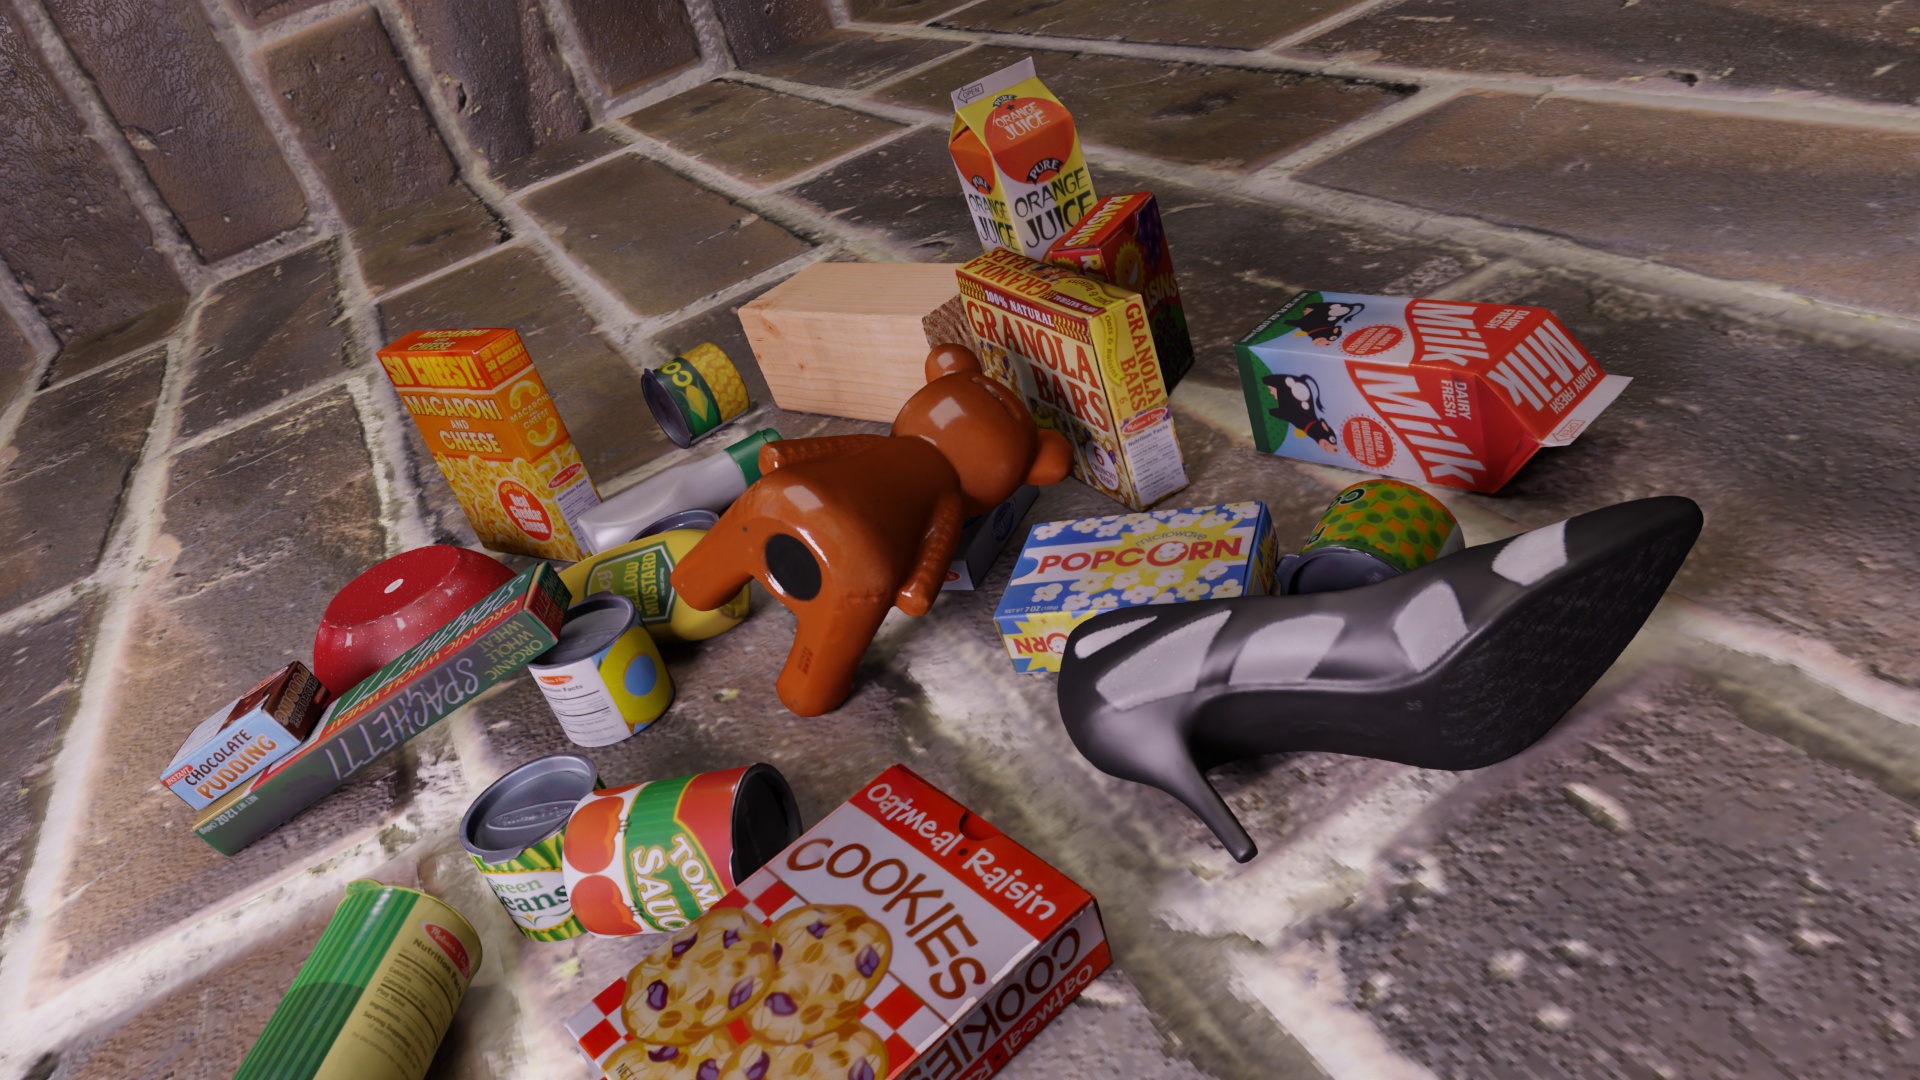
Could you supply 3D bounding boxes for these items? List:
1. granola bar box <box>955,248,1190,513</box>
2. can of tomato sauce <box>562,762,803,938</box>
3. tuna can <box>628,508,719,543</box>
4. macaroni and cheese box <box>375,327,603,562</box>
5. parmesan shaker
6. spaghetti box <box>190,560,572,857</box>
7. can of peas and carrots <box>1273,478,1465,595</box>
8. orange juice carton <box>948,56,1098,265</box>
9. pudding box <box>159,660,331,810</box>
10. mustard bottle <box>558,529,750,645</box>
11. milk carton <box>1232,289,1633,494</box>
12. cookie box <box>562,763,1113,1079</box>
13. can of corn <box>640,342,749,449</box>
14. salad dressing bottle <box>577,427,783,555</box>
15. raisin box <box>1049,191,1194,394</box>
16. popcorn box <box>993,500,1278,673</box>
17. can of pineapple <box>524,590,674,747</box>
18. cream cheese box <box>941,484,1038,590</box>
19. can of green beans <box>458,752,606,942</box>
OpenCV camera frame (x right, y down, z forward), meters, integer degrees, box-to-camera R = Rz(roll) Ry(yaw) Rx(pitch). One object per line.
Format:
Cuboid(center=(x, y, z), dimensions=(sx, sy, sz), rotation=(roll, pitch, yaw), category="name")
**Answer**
Cuboid(center=(0.063, -0.100, 0.834), dimensions=(0.039, 0.123, 0.166), rotation=(-28, 29, -16), category="granola bar box")
Cuboid(center=(-0.120, 0.136, 0.602), dimensions=(0.083, 0.071, 0.071), rotation=(-11, 30, 17), category="can of tomato sauce")
Cuboid(center=(-0.177, 0.011, 0.887), dimensions=(0.071, 0.032, 0.071), rotation=(-15, 29, 9), category="tuna can")
Cuboid(center=(-0.324, -0.068, 0.974), dimensions=(0.123, 0.165, 0.040), rotation=(5, 37, 38), category="macaroni and cheese box")
Cuboid(center=(-0.249, 0.200, 0.567), dimensions=(0.071, 0.071, 0.103), rotation=(-12, 30, 14), category="parmesan shaker")
Cuboid(center=(-0.319, 0.094, 0.766), dimensions=(0.249, 0.028, 0.050), rotation=(-32, 27, 13), category="spaghetti box")
Cuboid(center=(0.183, 0.013, 0.622), dimensions=(0.071, 0.070, 0.059), rotation=(4, 36, 37), category="can of peas and carrots")
Cuboid(center=(0.053, -0.253, 1.032), dimensions=(0.072, 0.192, 0.073), rotation=(-30, 29, -15), category="orange juice carton")
Cuboid(center=(-0.399, 0.109, 0.776), dimensions=(0.083, 0.030, 0.050), rotation=(-32, 25, 13), category="pudding box")
Cuboid(center=(-0.204, 0.036, 0.830), dimensions=(0.160, 0.065, 0.049), rotation=(-13, -14, 21), category="mustard bottle")
Cuboid(center=(0.247, -0.080, 0.738), dimensions=(0.072, 0.073, 0.190), rotation=(-38, 34, -29), category="milk carton")
Cuboid(center=(-0.045, 0.168, 0.519), dimensions=(0.168, 0.040, 0.123), rotation=(-35, 37, -26), category="cookie box")
Cuboid(center=(-0.207, -0.116, 1.084), dimensions=(0.058, 0.071, 0.071), rotation=(-33, 31, -24), category="can of corn")
Cuboid(center=(-0.186, -0.030, 0.953), dimensions=(0.148, 0.043, 0.064), rotation=(-30, 28, -19), category="salad dressing bottle")
Cuboid(center=(0.106, -0.150, 0.893), dimensions=(0.040, 0.123, 0.086), rotation=(2, 35, 35), category="raisin box")
Cuboid(center=(0.090, 0.023, 0.695), dimensions=(0.126, 0.038, 0.085), rotation=(-6, 33, 24), category="popcorn box")
Cuboid(center=(-0.199, 0.071, 0.771), dimensions=(0.071, 0.057, 0.071), rotation=(-15, 29, 9), category="can of pineapple")
Cuboid(center=(0.003, -0.010, 0.820), dimensions=(0.053, 0.024, 0.104), rotation=(0, 35, 29), category="cream cheese box")
Cuboid(center=(-0.188, 0.142, 0.643), dimensions=(0.071, 0.057, 0.071), rotation=(-15, 29, 9), category="can of green beans")
